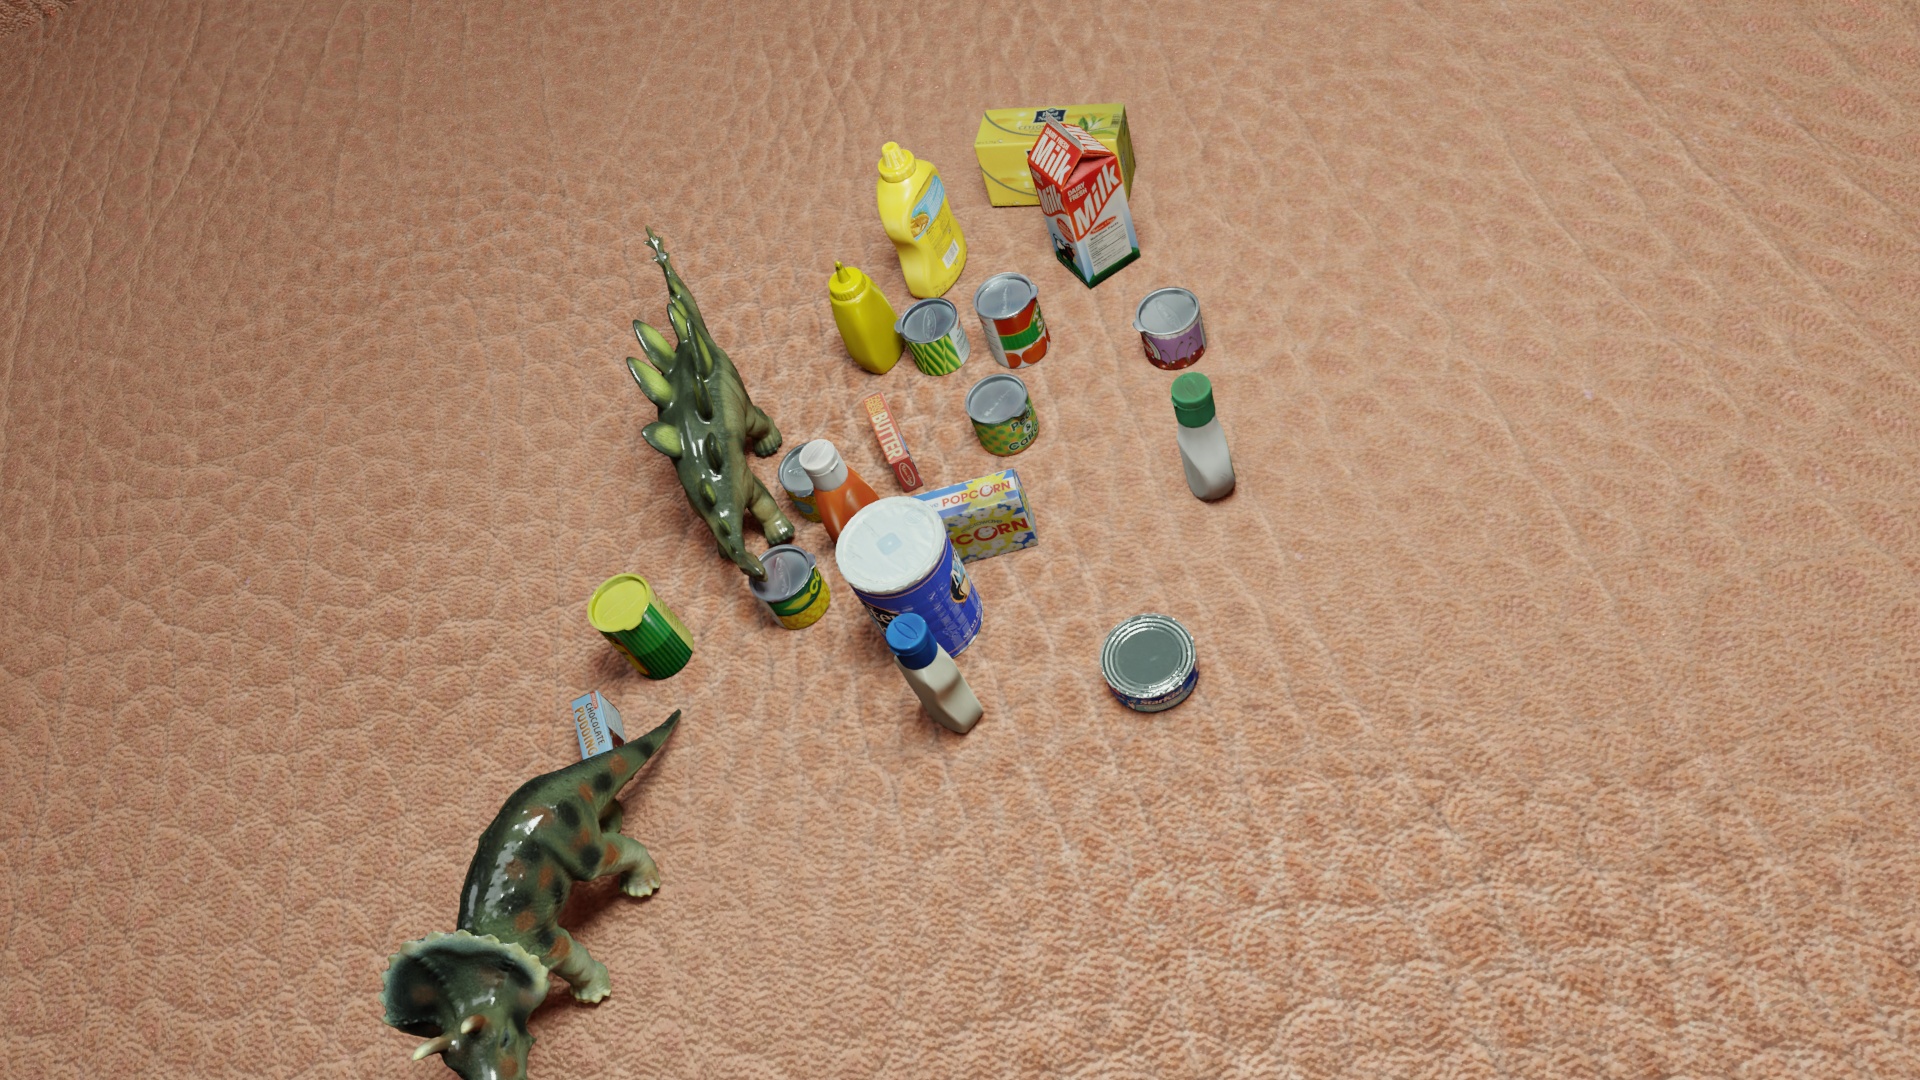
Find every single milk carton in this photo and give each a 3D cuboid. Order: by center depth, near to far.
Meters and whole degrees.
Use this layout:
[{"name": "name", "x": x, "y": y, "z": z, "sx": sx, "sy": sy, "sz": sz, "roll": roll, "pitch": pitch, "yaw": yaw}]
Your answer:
[{"name": "milk carton", "x": 0.130, "y": -0.372, "z": 1.497, "sx": 0.073, "sy": 0.189, "sz": 0.072, "roll": -34, "pitch": 53, "yaw": -6}]

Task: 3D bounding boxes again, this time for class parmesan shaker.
[{"name": "parmesan shaker", "x": -0.315, "y": 0.089, "z": 1.377, "sx": 0.071, "sy": 0.102, "sz": 0.071, "roll": -9, "pitch": 54, "yaw": 13}]

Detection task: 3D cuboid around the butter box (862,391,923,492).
[{"name": "butter box", "x": -0.072, "y": -0.104, "z": 1.463, "sx": 0.024, "sy": 0.053, "sz": 0.104, "roll": -25, "pitch": 52, "yaw": 1}]

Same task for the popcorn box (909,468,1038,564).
[{"name": "popcorn box", "x": 0.005, "y": -0.017, "z": 1.356, "sx": 0.127, "sy": 0.085, "sz": 0.038, "roll": -15, "pitch": 53, "yaw": 8}]

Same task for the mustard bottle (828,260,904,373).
[{"name": "mustard bottle", "x": -0.108, "y": -0.251, "z": 1.511, "sx": 0.049, "sy": 0.159, "sz": 0.065, "roll": 18, "pitch": 64, "yaw": 28}]

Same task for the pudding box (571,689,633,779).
[{"name": "pudding box", "x": -0.348, "y": 0.193, "z": 1.349, "sx": 0.030, "sy": 0.049, "sz": 0.084, "roll": -26, "pitch": 52, "yaw": 0}]

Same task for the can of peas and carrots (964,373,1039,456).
[{"name": "can of peas and carrots", "x": 0.046, "y": -0.129, "z": 1.438, "sx": 0.071, "sy": 0.058, "sz": 0.071, "roll": -9, "pitch": 54, "yaw": 13}]

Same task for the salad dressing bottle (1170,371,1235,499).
[{"name": "salad dressing bottle", "x": 0.225, "y": -0.097, "z": 1.299, "sx": 0.044, "sy": 0.147, "sz": 0.064, "roll": -26, "pitch": 52, "yaw": 0}]

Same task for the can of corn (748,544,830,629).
[{"name": "can of corn", "x": -0.167, "y": 0.046, "z": 1.386, "sx": 0.071, "sy": 0.058, "sz": 0.071, "roll": -9, "pitch": 54, "yaw": 13}]

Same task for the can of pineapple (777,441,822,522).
[{"name": "can of pineapple", "x": -0.151, "y": -0.060, "z": 1.455, "sx": 0.071, "sy": 0.057, "sz": 0.071, "roll": -9, "pitch": 54, "yaw": 13}]

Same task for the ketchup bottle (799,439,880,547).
[{"name": "ketchup bottle", "x": -0.116, "y": -0.042, "z": 1.374, "sx": 0.043, "sy": 0.148, "sz": 0.065, "roll": 23, "pitch": 66, "yaw": 30}]

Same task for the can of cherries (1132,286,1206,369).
[{"name": "can of cherries", "x": 0.217, "y": -0.219, "z": 1.444, "sx": 0.071, "sy": 0.058, "sz": 0.072, "roll": -9, "pitch": 54, "yaw": 13}]

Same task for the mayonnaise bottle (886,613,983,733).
[{"name": "mayonnaise bottle", "x": -0.026, "y": 0.116, "z": 1.233, "sx": 0.065, "sy": 0.147, "sz": 0.041, "roll": 32, "pitch": 71, "yaw": 33}]

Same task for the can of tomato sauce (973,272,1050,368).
[{"name": "can of tomato sauce", "x": 0.058, "y": -0.236, "z": 1.493, "sx": 0.071, "sy": 0.082, "sz": 0.071, "roll": -9, "pitch": 54, "yaw": 13}]

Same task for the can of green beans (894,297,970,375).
[{"name": "can of green beans", "x": -0.028, "y": -0.224, "z": 1.530, "sx": 0.071, "sy": 0.057, "sz": 0.071, "roll": -9, "pitch": 54, "yaw": 13}]
